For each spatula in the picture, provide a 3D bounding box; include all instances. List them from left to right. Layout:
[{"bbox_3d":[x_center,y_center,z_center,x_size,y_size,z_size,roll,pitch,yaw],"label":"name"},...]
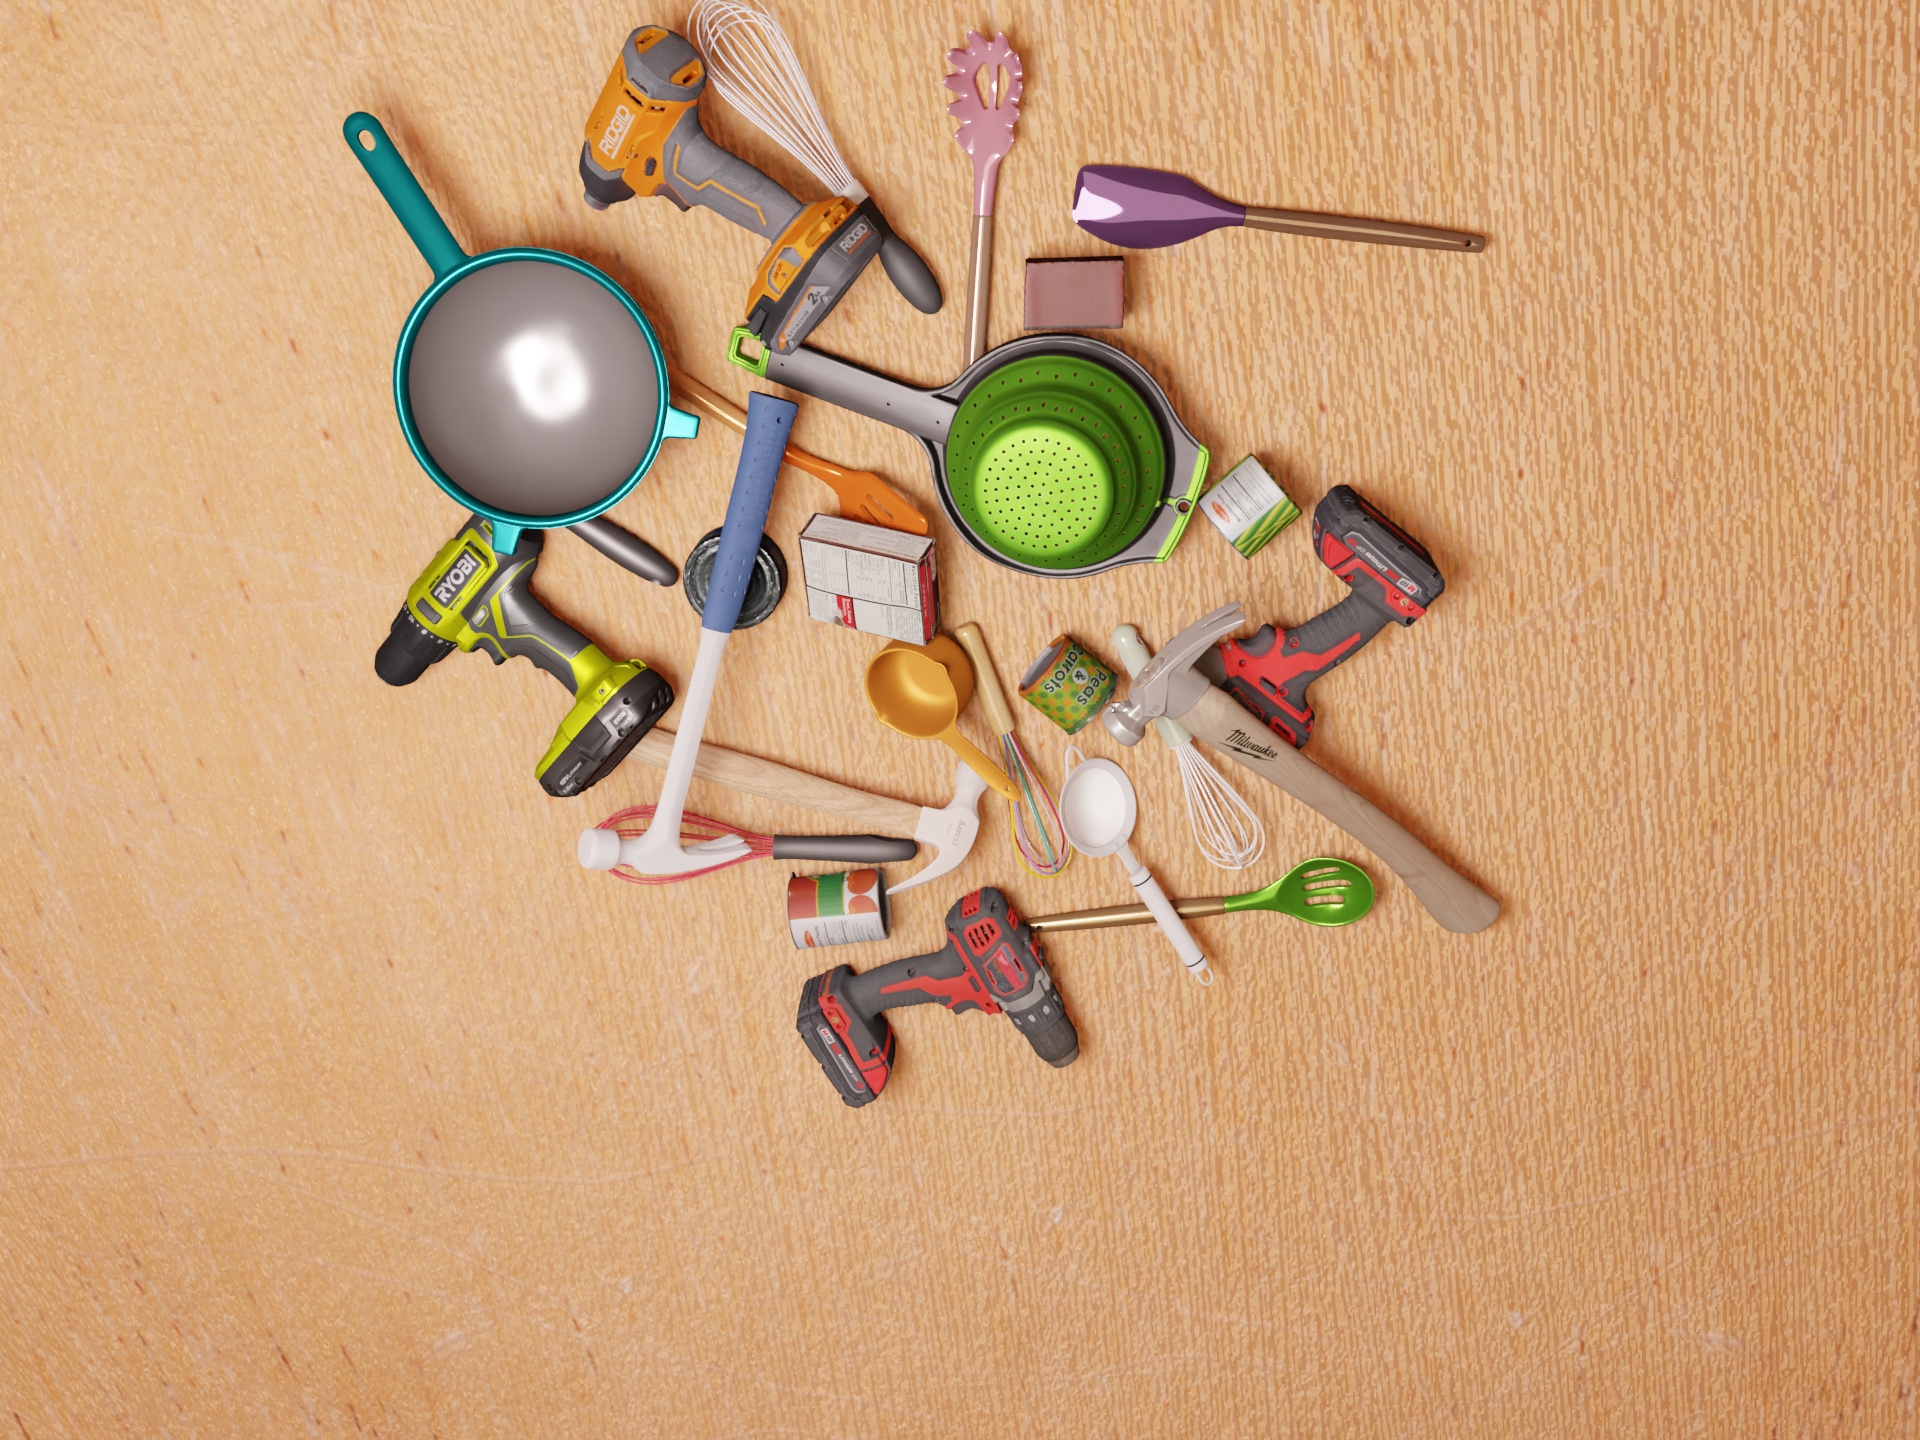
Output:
[{"bbox_3d":[-0.169,-0.230,1.298,0.322,0.041,0.081,32,135,-7],"label":"spatula"},{"bbox_3d":[0.244,-0.382,1.223,0.316,0.018,0.059,7,112,2],"label":"spatula"}]

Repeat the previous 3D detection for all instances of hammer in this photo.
[{"bbox_3d":[-0.196,-0.063,1.294,0.144,0.035,0.405,8,105,-36],"label":"hammer"},{"bbox_3d":[-0.147,0.061,1.397,0.331,0.031,0.130,15,79,4],"label":"hammer"},{"bbox_3d":[0.316,0.059,1.329,0.410,0.038,0.146,34,117,-22],"label":"hammer"}]

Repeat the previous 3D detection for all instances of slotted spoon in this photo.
[{"bbox_3d":[0.212,0.167,1.436,0.314,0.031,0.070,-8,110,9],"label":"slotted spoon"}]

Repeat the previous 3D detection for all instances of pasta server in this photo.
[{"bbox_3d":[0.013,-0.364,1.236,0.060,0.040,0.316,9,113,13],"label":"pasta server"}]

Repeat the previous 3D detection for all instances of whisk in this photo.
[{"bbox_3d":[-0.339,-0.182,1.327,0.239,0.055,0.055,33,110,-13],"label":"whisk"},{"bbox_3d":[-0.187,0.114,1.426,0.296,0.073,0.073,1,112,-2],"label":"whisk"},{"bbox_3d":[-0.102,-0.428,1.213,0.070,0.070,0.284,-34,110,15],"label":"whisk"},{"bbox_3d":[0.042,0.030,1.386,0.047,0.051,0.245,-16,106,16],"label":"whisk"},{"bbox_3d":[0.193,0.025,1.372,0.059,0.058,0.246,-25,103,21],"label":"whisk"}]

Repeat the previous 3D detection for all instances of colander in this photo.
[{"bbox_3d":[-0.007,-0.220,1.244,0.397,0.094,0.204,21,119,2],"label":"colander"}]

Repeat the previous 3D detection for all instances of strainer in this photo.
[{"bbox_3d":[-0.361,-0.314,1.242,0.211,0.095,0.340,-31,100,7],"label":"strainer"},{"bbox_3d":[0.152,0.132,1.405,0.087,0.050,0.258,-39,101,-29],"label":"strainer"}]

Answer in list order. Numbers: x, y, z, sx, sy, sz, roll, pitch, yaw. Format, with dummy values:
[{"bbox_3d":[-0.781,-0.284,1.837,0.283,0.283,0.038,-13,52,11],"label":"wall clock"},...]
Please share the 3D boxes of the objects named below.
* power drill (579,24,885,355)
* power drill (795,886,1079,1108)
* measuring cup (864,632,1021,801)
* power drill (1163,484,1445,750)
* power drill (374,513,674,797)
[{"bbox_3d":[-0.186,-0.387,1.203,0.226,0.084,0.164,41,141,-10],"label":"power drill"},{"bbox_3d":[-0.016,0.272,1.465,0.226,0.080,0.187,-27,108,12],"label":"power drill"},{"bbox_3d":[-0.002,-0.004,1.354,0.173,0.052,0.095,45,130,-7],"label":"measuring cup"},{"bbox_3d":[0.277,-0.078,1.312,0.143,0.079,0.219,36,112,-10],"label":"power drill"},{"bbox_3d":[-0.377,-0.045,1.353,0.228,0.080,0.190,45,107,0],"label":"power drill"}]
